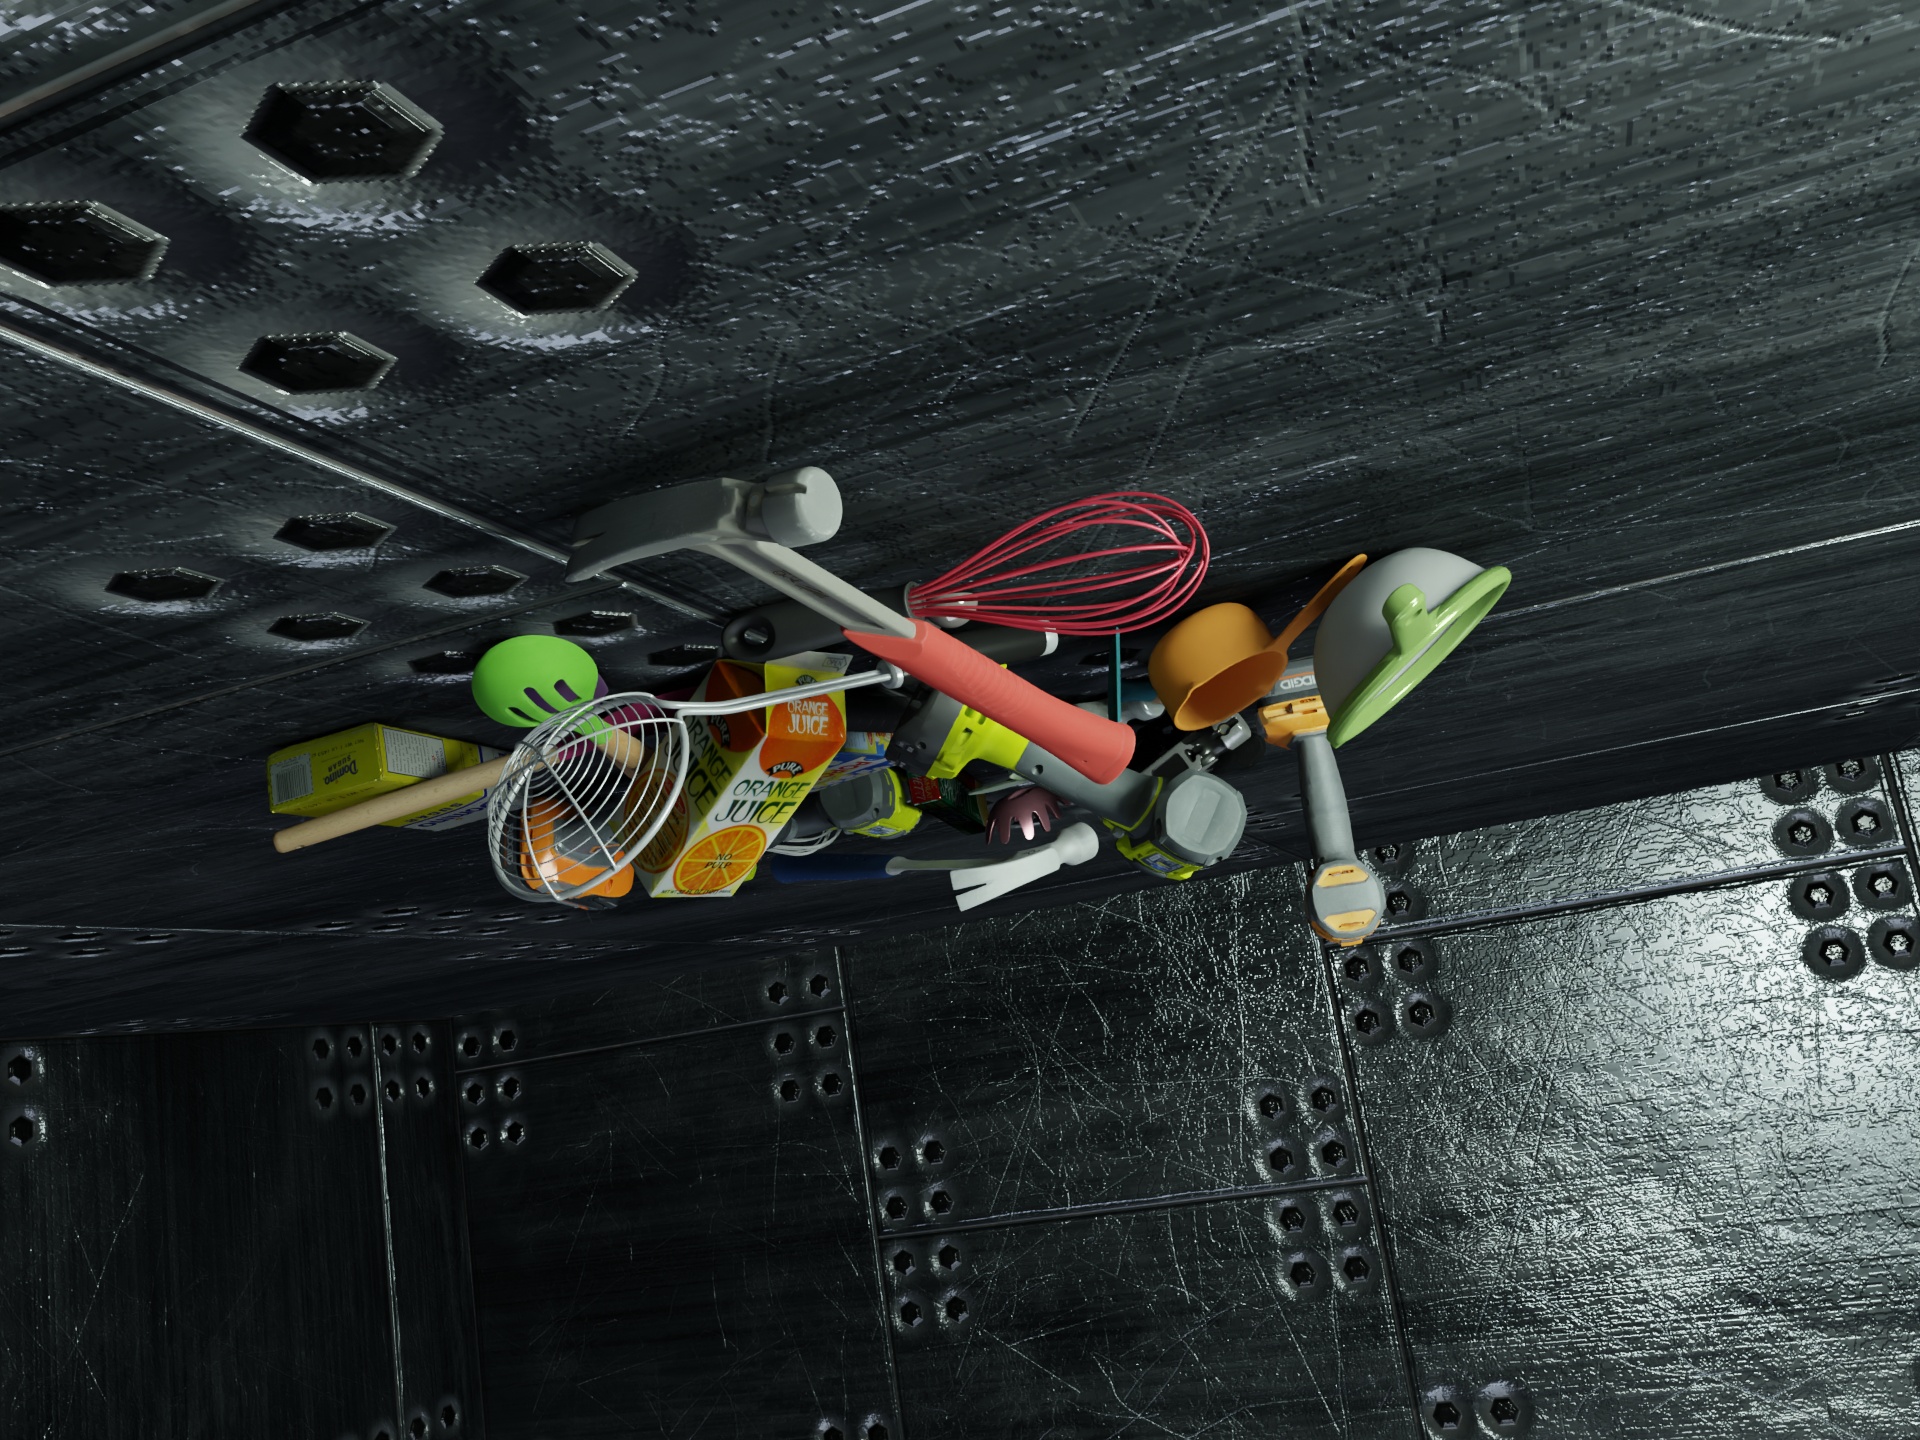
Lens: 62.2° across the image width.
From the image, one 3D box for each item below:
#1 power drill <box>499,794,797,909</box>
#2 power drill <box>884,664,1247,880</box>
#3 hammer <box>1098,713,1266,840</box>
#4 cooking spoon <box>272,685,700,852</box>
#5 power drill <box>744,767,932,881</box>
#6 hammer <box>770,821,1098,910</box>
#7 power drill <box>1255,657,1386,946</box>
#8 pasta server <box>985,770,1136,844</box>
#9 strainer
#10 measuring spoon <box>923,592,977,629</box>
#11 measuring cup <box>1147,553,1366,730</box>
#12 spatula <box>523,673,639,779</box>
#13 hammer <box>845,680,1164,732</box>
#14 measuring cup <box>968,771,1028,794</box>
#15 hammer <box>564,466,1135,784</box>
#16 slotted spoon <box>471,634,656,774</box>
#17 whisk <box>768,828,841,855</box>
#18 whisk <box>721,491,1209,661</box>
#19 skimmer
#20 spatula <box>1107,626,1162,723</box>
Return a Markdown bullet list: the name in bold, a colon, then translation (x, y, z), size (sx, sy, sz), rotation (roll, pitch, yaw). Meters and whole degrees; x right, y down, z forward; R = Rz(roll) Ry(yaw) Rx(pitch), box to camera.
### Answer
- **power drill**: translation (-0.257, 0.096, 1.340), size (0.226, 0.084, 0.164), rotation (-18, 155, 28)
- **power drill**: translation (0.066, 0.037, 1.063), size (0.223, 0.080, 0.171), rotation (27, 168, -1)
- **hammer**: translation (0.221, 0.040, 1.426), size (0.146, 0.035, 0.334), rotation (-40, 168, 17)
- **cooking spoon**: translation (-0.292, 0.029, 1.054), size (0.319, 0.017, 0.068), rotation (-19, 167, -12)
- **power drill**: translation (-0.144, 0.095, 1.468), size (0.228, 0.080, 0.190), rotation (-15, 167, 14)
- **hammer**: translation (-0.059, 0.137, 1.489), size (0.144, 0.035, 0.405), rotation (-19, -173, -38)
- **power drill**: translation (0.302, 0.074, 1.322), size (0.084, 0.226, 0.185), rotation (-11, 168, 10)
- **pasta server**: translation (0.140, 0.059, 1.464), size (0.316, 0.040, 0.060), rotation (-14, -176, -42)
- **strainer**: translation (0.253, -0.065, 0.954), size (0.151, 0.069, 0.256), rotation (-45, 163, 8)
- **measuring spoon**: translation (-0.018, -0.054, 0.994), size (0.034, 0.018, 0.124), rotation (-5, 168, -18)
- **measuring cup**: translation (0.194, -0.066, 1.049), size (0.095, 0.052, 0.173), rotation (0, 141, -47)
- **spatula**: translation (-0.254, 0.004, 1.096), size (0.060, 0.018, 0.315), rotation (-13, 167, -4)
- **hammer**: translation (-0.002, -0.004, 1.209), size (0.330, 0.033, 0.128), rotation (2, 163, -40)
- **measuring cup**: translation (0.053, 0.036, 1.430), size (0.083, 0.038, 0.167), rotation (-1, 168, -34)
- **hammer**: translation (-0.024, -0.033, 0.817), size (0.149, 0.037, 0.358), rotation (-6, 158, 35)
- **slotted spoon**: translation (-0.220, 0.015, 1.035), size (0.070, 0.031, 0.313), rotation (-29, 159, 3)
- **whisk**: translation (-0.239, 0.113, 1.569), size (0.246, 0.059, 0.057), rotation (-4, 131, -2)
- **whisk**: translation (-0.007, -0.066, 0.855), size (0.296, 0.073, 0.073), rotation (-9, 169, 27)
- **skimmer**: translation (-0.093, 0.011, 0.919), size (0.363, 0.090, 0.127), rotation (-14, -150, -33)
- **spatula**: translation (0.164, -0.020, 1.214), size (0.044, 0.082, 0.317), rotation (-2, 178, 29)
